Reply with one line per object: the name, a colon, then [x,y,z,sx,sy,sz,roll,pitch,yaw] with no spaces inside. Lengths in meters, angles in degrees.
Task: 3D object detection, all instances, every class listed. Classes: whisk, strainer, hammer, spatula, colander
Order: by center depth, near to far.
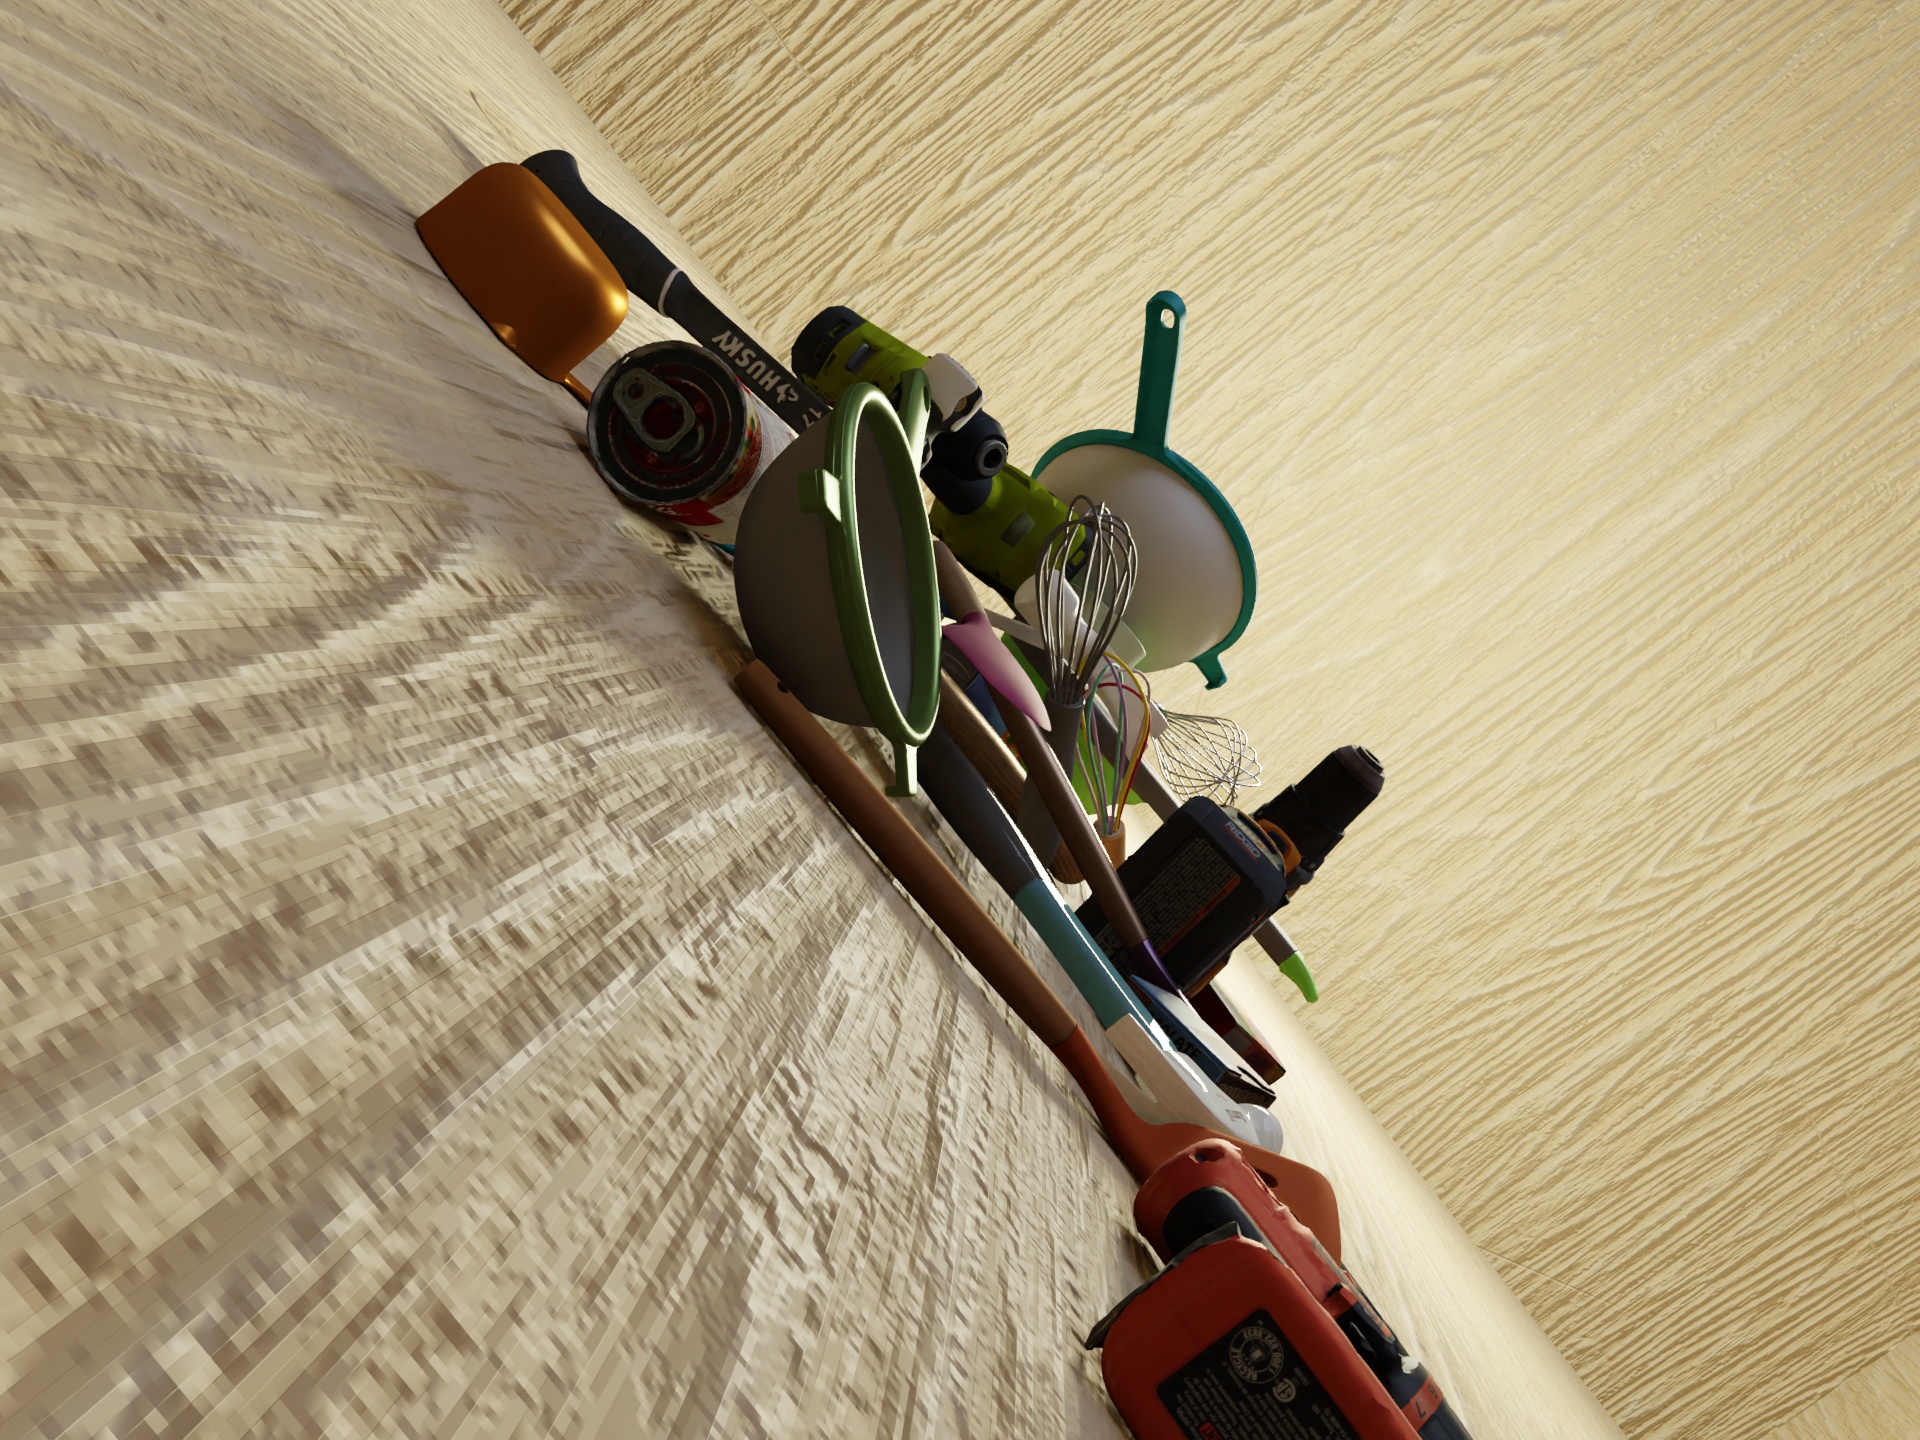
spatula: [0.030,0.097,0.606,0.322,0.041,0.081,50,25,-8]
strainer: [-0.053,-0.091,0.703,0.257,0.069,0.151,-85,164,-53]
hammer: [0.028,0.072,0.755,0.331,0.033,0.128,53,11,29]
spatula: [0.083,0.099,0.868,0.316,0.018,0.060,62,-26,1]
whisk: [0.056,-0.013,0.885,0.055,0.055,0.238,-121,-146,-54]
hammer: [-0.161,-0.235,0.927,0.409,0.149,0.036,44,0,34]
hammer: [-0.002,-0.003,0.957,0.130,0.031,0.331,37,-12,51]
whisk: [0.094,0.054,0.985,0.051,0.047,0.244,-68,160,-44]
hammer: [0.014,-0.073,1.137,0.144,0.035,0.406,50,-8,-25]
strainer: [0.117,-0.153,1.178,0.211,0.095,0.340,29,-36,23]
whisk: [0.152,0.003,1.190,0.070,0.070,0.285,50,1,-20]
colander: [0.117,0.074,1.217,0.397,0.094,0.204,53,5,16]

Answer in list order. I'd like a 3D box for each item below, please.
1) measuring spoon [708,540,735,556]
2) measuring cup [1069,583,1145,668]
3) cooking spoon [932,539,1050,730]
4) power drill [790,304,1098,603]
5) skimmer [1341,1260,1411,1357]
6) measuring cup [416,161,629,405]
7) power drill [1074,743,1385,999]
measuring spoon: [-0.096,-0.067,0.805,0.042,0.021,0.128,38,6,33]
measuring cup: [0.063,-0.084,1.172,0.168,0.038,0.083,39,-7,29]
cooking spoon: [0.004,-0.058,0.847,0.068,0.017,0.319,41,9,-17]
power drill: [0.002,-0.168,1.069,0.191,0.080,0.228,41,-1,40]
skimmer: [0.268,0.351,0.680,0.364,0.090,0.127,-126,-152,-49]
measuring cup: [-0.162,-0.174,0.715,0.173,0.052,0.095,45,8,-39]
power drill: [0.176,0.089,0.984,0.084,0.185,0.226,48,18,16]
